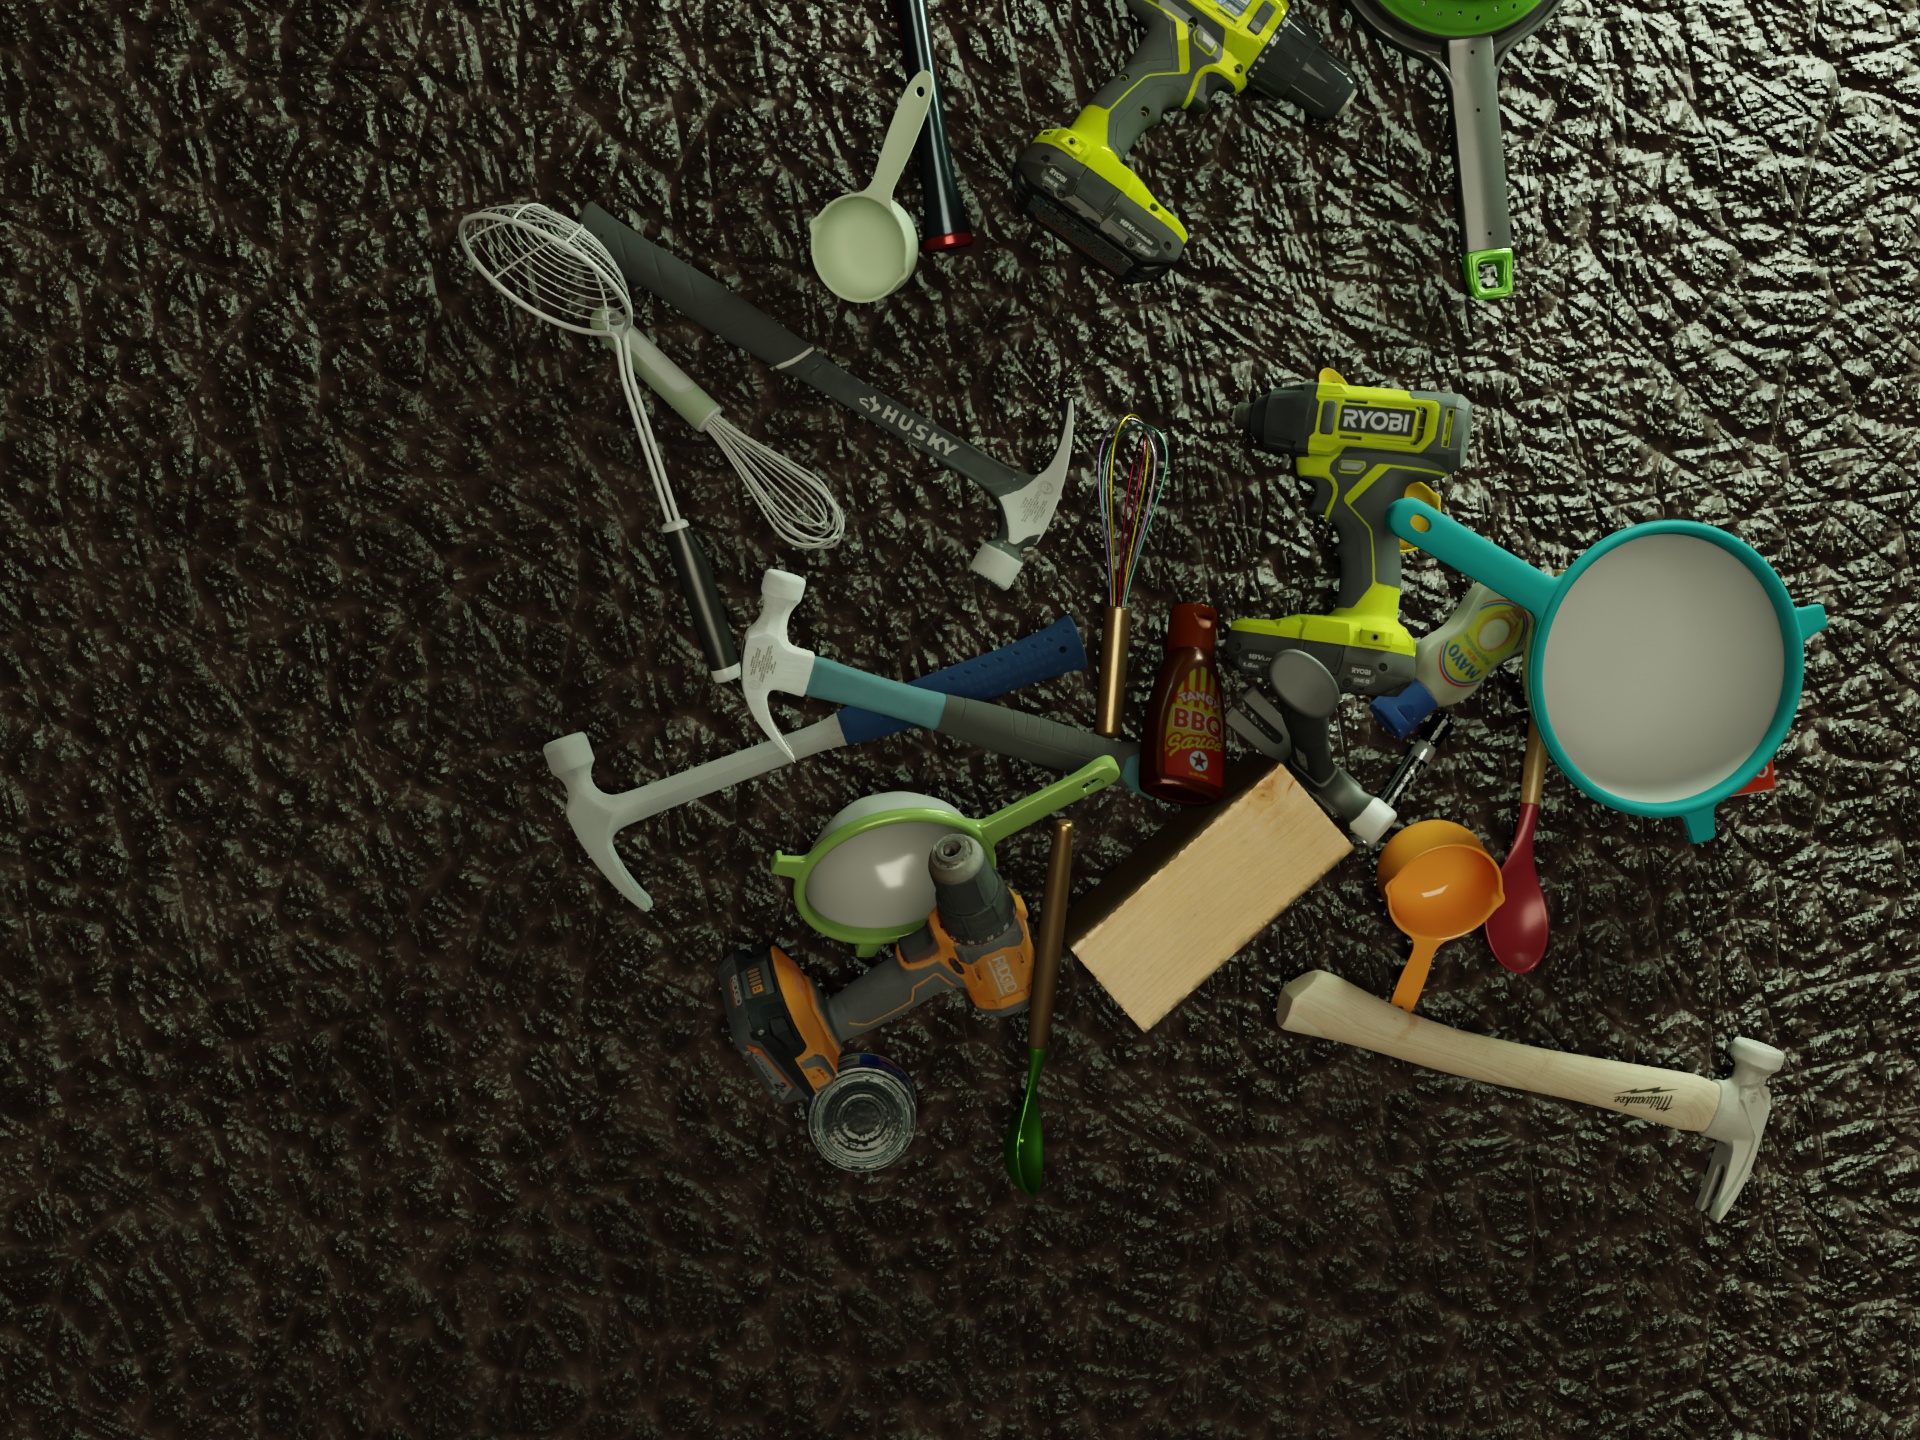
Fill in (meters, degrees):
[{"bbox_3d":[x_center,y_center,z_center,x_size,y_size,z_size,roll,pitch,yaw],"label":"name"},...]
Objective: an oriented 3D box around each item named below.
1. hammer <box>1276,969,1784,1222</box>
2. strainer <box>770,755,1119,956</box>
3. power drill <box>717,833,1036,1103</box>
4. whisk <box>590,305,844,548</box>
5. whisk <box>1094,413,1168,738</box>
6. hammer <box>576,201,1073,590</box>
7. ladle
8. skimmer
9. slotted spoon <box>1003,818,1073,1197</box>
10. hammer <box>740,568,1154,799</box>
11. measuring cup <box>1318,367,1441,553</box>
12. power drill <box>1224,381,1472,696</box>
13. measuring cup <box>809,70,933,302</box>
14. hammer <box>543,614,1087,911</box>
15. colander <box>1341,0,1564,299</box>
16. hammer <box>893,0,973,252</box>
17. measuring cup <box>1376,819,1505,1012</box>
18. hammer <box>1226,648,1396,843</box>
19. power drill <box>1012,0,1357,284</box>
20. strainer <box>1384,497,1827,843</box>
[{"bbox_3d":[0.440,0.281,1.247,0.410,0.038,0.146,15,95,-8],"label":"hammer"},{"bbox_3d":[-0.007,0.072,1.169,0.256,0.069,0.151,-27,137,9],"label":"strainer"},{"bbox_3d":[-0.058,0.176,1.154,0.226,0.084,0.185,-21,137,-1],"label":"power drill"},{"bbox_3d":[-0.179,-0.216,1.171,0.246,0.059,0.058,43,52,-2],"label":"whisk"},{"bbox_3d":[0.124,-0.108,1.204,0.051,0.047,0.245,5,99,8],"label":"whisk"},{"bbox_3d":[-0.102,-0.262,1.177,0.409,0.036,0.149,31,91,-6],"label":"hammer"},{"bbox_3d":[0.448,0.039,1.243,0.069,0.031,0.315,7,92,-28],"label":"ladle"},{"bbox_3d":[-0.248,-0.188,1.134,0.090,0.127,0.363,-28,108,-35],"label":"skimmer"},{"bbox_3d":[0.060,0.216,1.177,0.031,0.070,0.313,10,112,13],"label":"slotted spoon"},{"bbox_3d":[-0.002,-0.004,1.168,0.331,0.033,0.128,16,100,-14],"label":"hammer"},{"bbox_3d":[0.314,-0.199,1.220,0.062,0.029,0.156,-27,84,7],"label":"measuring cup"},{"bbox_3d":[0.274,-0.137,1.181,0.171,0.080,0.223,10,92,22],"label":"power drill"},{"bbox_3d":[-0.050,-0.382,1.140,0.083,0.038,0.167,30,117,9],"label":"measuring cup"},{"bbox_3d":[-0.098,0.016,1.199,0.405,0.035,0.144,-20,95,-2],"label":"hammer"},{"bbox_3d":[0.382,-0.514,1.160,0.204,0.094,0.397,-8,95,-3],"label":"colander"},{"bbox_3d":[-0.037,-0.530,1.117,0.038,0.143,0.386,-10,99,-3],"label":"hammer"},{"bbox_3d":[0.358,0.156,1.242,0.095,0.052,0.173,7,119,-7],"label":"measuring cup"},{"bbox_3d":[0.232,0.005,1.081,0.146,0.334,0.035,43,91,19],"label":"hammer"},{"bbox_3d":[0.163,-0.439,1.161,0.190,0.080,0.228,34,89,-6],"label":"power drill"},{"bbox_3d":[0.439,-0.069,1.155,0.340,0.095,0.211,28,90,-9],"label":"strainer"}]
